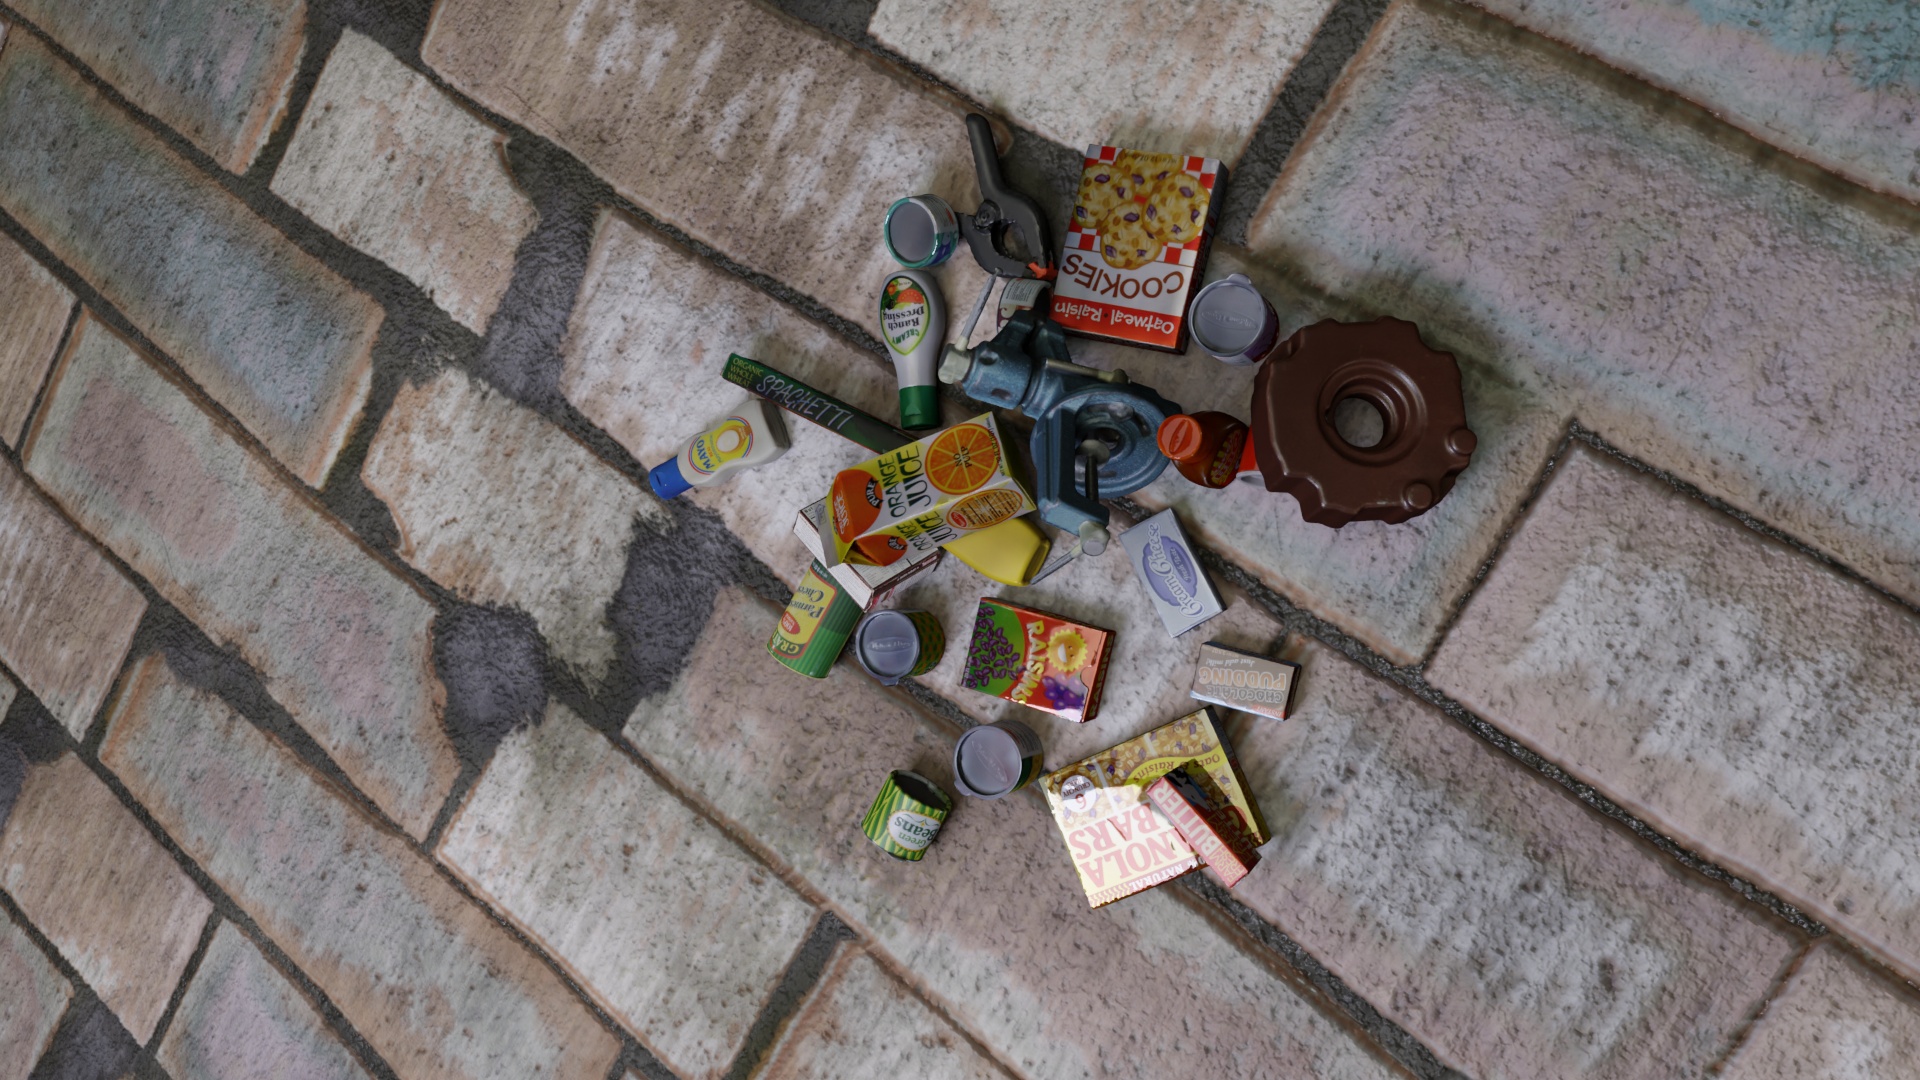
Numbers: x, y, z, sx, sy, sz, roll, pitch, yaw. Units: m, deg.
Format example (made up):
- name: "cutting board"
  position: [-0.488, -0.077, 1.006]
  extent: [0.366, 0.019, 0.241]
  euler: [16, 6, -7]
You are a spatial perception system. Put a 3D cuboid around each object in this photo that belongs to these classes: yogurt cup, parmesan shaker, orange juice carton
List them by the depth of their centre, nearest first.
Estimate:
- name: "yogurt cup"
  position: [0.267, -0.073, 1.160]
  extent: [0.072, 0.072, 0.054]
  euler: [6, 83, 24]
- name: "orange juice carton"
  position: [-0.039, -0.037, 1.232]
  extent: [0.192, 0.073, 0.072]
  euler: [-21, 62, 11]
- name: "parmesan shaker"
  position: [-0.134, 0.071, 1.331]
  extent: [0.071, 0.071, 0.103]
  euler: [33, 101, 21]

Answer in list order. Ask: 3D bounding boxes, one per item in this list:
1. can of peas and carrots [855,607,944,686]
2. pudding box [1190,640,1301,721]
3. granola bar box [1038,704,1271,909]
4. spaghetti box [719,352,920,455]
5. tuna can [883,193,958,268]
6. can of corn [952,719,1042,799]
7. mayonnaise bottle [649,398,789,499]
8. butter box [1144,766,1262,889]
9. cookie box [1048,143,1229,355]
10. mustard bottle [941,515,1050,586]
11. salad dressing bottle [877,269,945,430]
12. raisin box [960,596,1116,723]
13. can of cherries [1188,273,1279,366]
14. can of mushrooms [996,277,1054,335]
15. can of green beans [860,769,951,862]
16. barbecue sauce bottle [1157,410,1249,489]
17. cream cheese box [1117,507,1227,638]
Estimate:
- name: "can of peas and carrots"
  position: [-0.055, 0.099, 1.298]
  extent: [0.071, 0.059, 0.071]
  euler: [0, 89, 24]
- name: "pudding box"
  position: [0.242, 0.119, 1.181]
  extent: [0.084, 0.030, 0.049]
  euler: [14, 95, 24]
- name: "granola bar box"
  position: [0.167, 0.231, 1.205]
  extent: [0.165, 0.039, 0.124]
  euler: [-27, 78, 20]
- name: "spaghetti box"
  position: [-0.122, -0.121, 1.340]
  extent: [0.250, 0.050, 0.028]
  euler: [27, 97, 23]
- name: "tuna can"
  position: [-0.039, -0.286, 1.293]
  extent: [0.071, 0.033, 0.070]
  euler: [13, 113, 34]
- name: "can of corn"
  position: [0.033, 0.199, 1.255]
  extent: [0.071, 0.058, 0.071]
  euler: [-1, 88, 24]
- name: "mayonnaise bottle"
  position: [-0.246, -0.086, 1.398]
  extent: [0.148, 0.041, 0.065]
  euler: [-25, 81, 20]
- name: "butter box"
  position: [0.200, 0.234, 1.139]
  extent: [0.024, 0.053, 0.103]
  euler: [-47, 72, 17]
- name: "cookie box"
  position: [0.156, -0.257, 1.229]
  extent: [0.123, 0.040, 0.167]
  euler: [14, 93, 24]
- name: "mustard bottle"
  position: [0.005, -0.016, 1.281]
  extent: [0.160, 0.049, 0.065]
  euler: [30, 96, 23]
- name: "salad dressing bottle"
  position: [-0.043, -0.179, 1.311]
  extent: [0.064, 0.044, 0.147]
  euler: [-7, 85, 24]
- name: "raisin box"
  position: [0.070, 0.106, 1.253]
  extent: [0.123, 0.040, 0.086]
  euler: [15, 93, 23]
- name: "can of cherries"
  position: [0.235, -0.187, 1.181]
  extent: [0.071, 0.058, 0.071]
  euler: [-1, 87, 25]
- name: "can of mushrooms"
  position: [0.060, -0.201, 1.256]
  extent: [0.033, 0.071, 0.071]
  euler: [11, 93, 23]
- name: "can of green beans"
  position: [-0.050, 0.254, 1.285]
  extent: [0.071, 0.071, 0.057]
  euler: [34, 101, 21]
- name: "barbecue sauce bottle"
  position: [0.199, -0.078, 1.143]
  extent: [0.044, 0.148, 0.064]
  euler: [27, 99, 23]
- name: "cream cheese box"
  position: [0.185, 0.028, 1.212]
  extent: [0.053, 0.024, 0.104]
  euler: [-31, 76, 20]
